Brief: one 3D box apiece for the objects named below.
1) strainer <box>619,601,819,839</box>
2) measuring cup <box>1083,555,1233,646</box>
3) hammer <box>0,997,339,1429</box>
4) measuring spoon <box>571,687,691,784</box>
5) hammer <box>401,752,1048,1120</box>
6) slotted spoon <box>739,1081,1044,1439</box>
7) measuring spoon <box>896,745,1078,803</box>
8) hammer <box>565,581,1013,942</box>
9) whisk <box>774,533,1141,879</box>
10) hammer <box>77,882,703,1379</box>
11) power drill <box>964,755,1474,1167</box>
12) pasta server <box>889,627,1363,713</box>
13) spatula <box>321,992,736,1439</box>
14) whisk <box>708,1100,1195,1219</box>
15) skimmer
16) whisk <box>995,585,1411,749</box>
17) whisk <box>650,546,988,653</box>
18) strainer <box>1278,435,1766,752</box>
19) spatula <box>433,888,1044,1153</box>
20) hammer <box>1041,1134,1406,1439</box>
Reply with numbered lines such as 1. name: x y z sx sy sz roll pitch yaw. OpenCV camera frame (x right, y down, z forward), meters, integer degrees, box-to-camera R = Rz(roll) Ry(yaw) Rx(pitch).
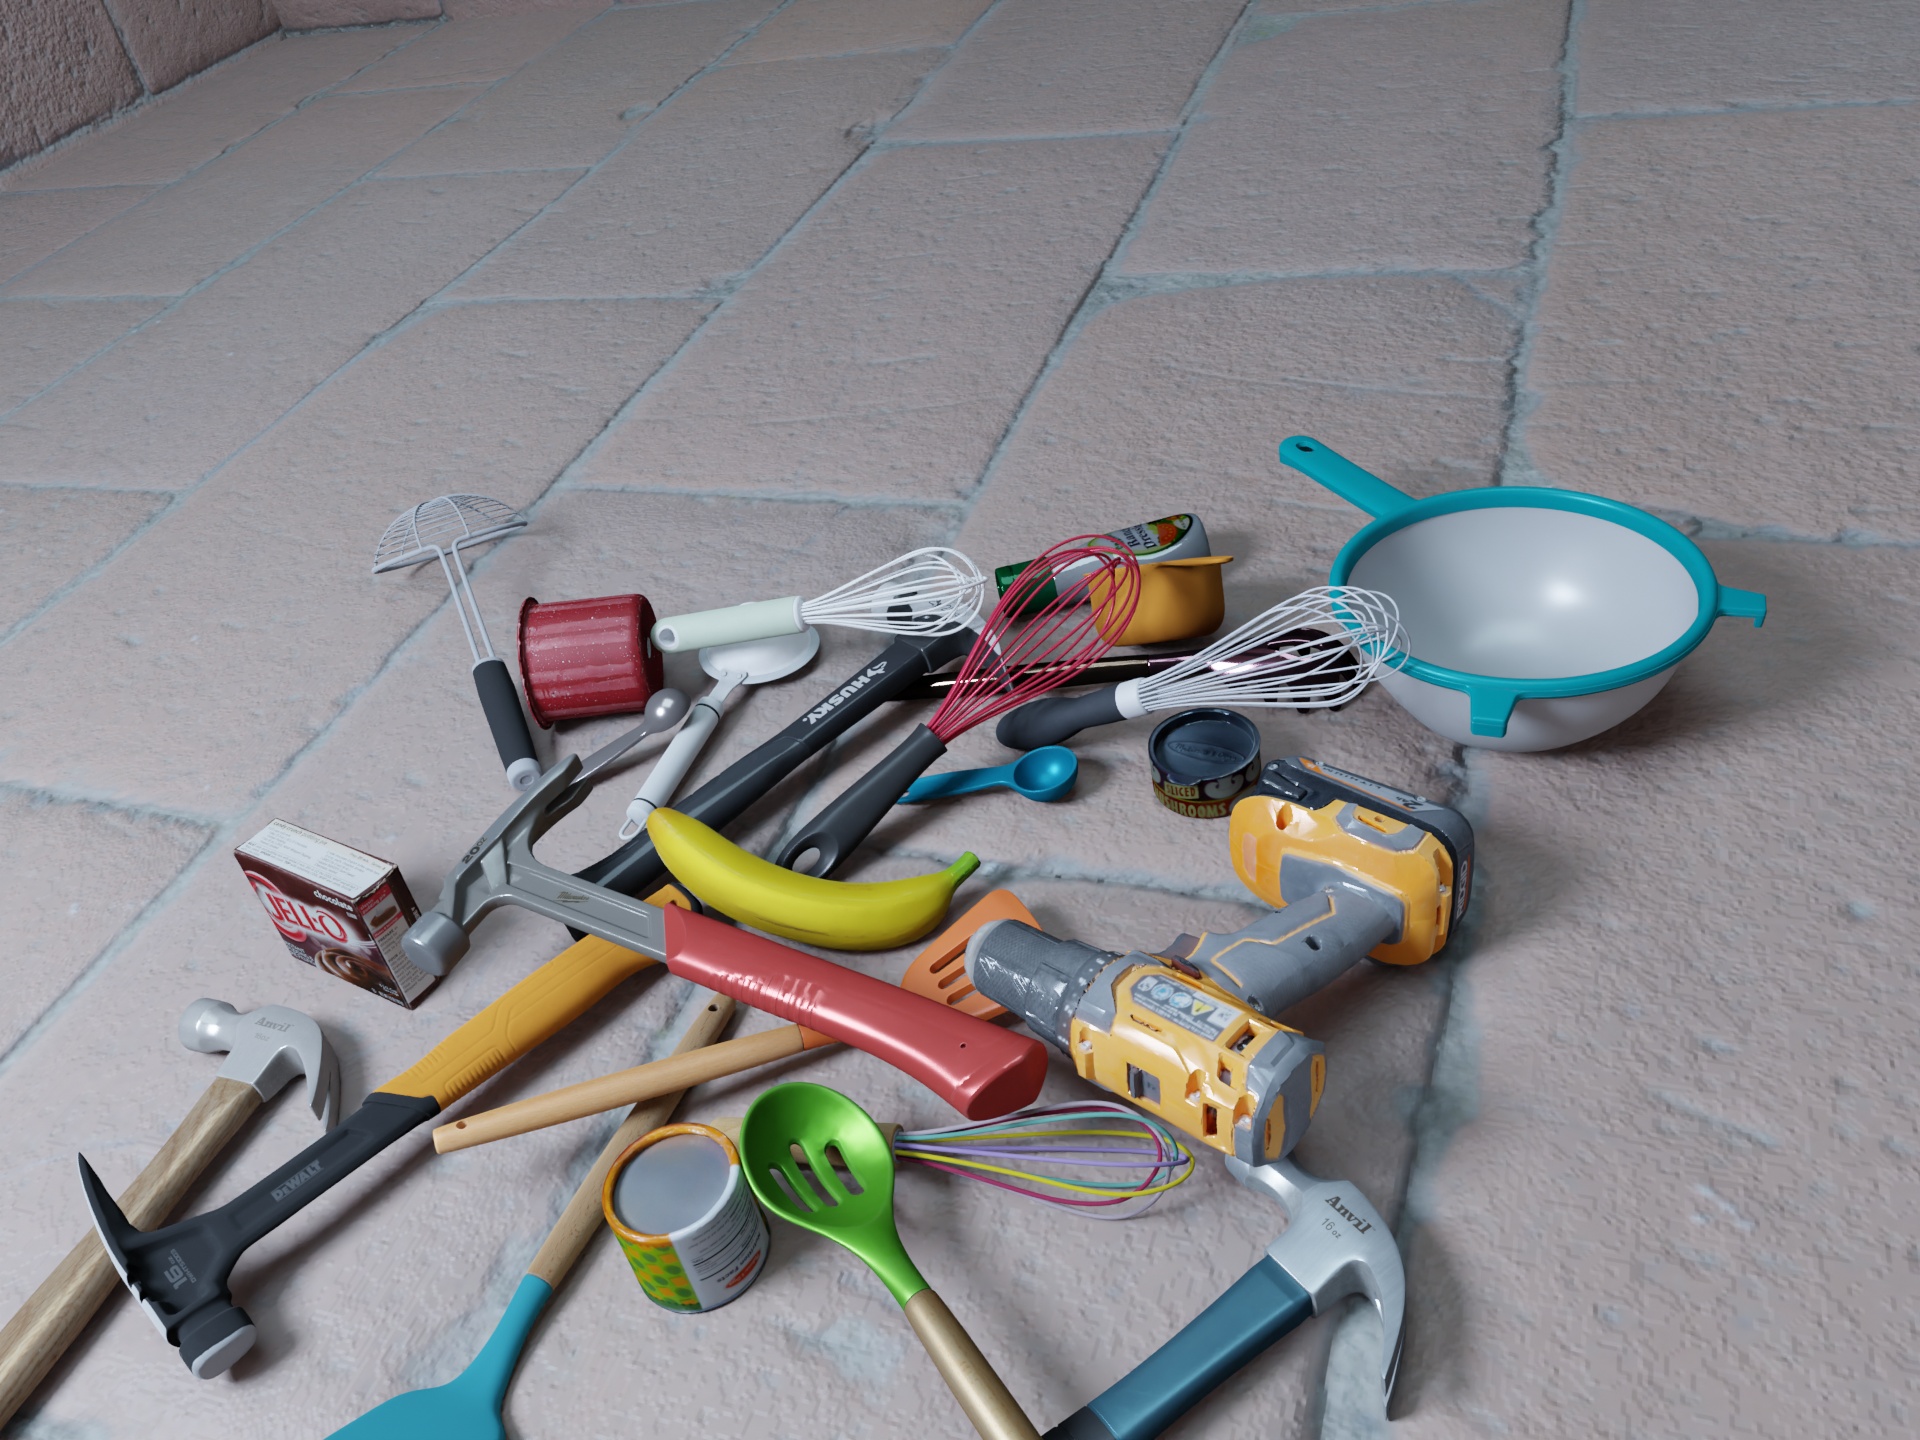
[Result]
1. strainer: -0.167 -0.013 1.081 0.087 0.050 0.259 8 46 20
2. measuring cup: 0.138 -0.075 0.999 0.095 0.052 0.174 -8 4 -11
3. hammer: -0.434 0.277 0.798 0.130 0.031 0.331 5 42 22
4. measuring spoon: -0.234 0.015 1.053 0.124 0.018 0.034 -34 35 0
5. hammer: -0.115 0.116 0.818 0.359 0.036 0.149 15 49 28
6. slotted spoon: -0.006 0.258 0.652 0.070 0.031 0.314 -11 33 -30
7. measuring spoon: 0.013 0.043 0.981 0.128 0.021 0.042 -10 37 19
8. hammer: -0.113 0.026 1.000 0.335 0.035 0.146 -38 40 -23
9. whisk: -0.002 -0.003 0.954 0.296 0.073 0.073 -44 44 -7
10. hammer: -0.279 0.184 0.842 0.337 0.034 0.127 -35 66 -31
11. power drill: 0.130 0.105 0.792 0.185 0.084 0.226 21 42 36
12. pasta server: 0.098 -0.027 1.034 0.316 0.040 0.060 -5 38 16
13. spatula: -0.188 0.242 0.761 0.082 0.044 0.318 13 43 19
14. whisk: -0.011 0.205 0.759 0.245 0.051 0.047 -2 45 18
15. skimmer: -0.360 -0.058 1.199 0.127 0.090 0.364 -20 49 -14
16. whisk: 0.129 -0.019 0.924 0.284 0.070 0.070 -16 29 41
17. whisk: -0.097 -0.072 1.053 0.246 0.057 0.059 -8 11 21
18. strainer: 0.299 -0.078 0.985 0.211 0.095 0.341 -21 37 -14
19. spatula: -0.107 0.163 0.818 0.322 0.041 0.081 -13 37 -17
20. hammer: 0.047 0.294 0.638 0.331 0.033 0.128 -31 40 -21
